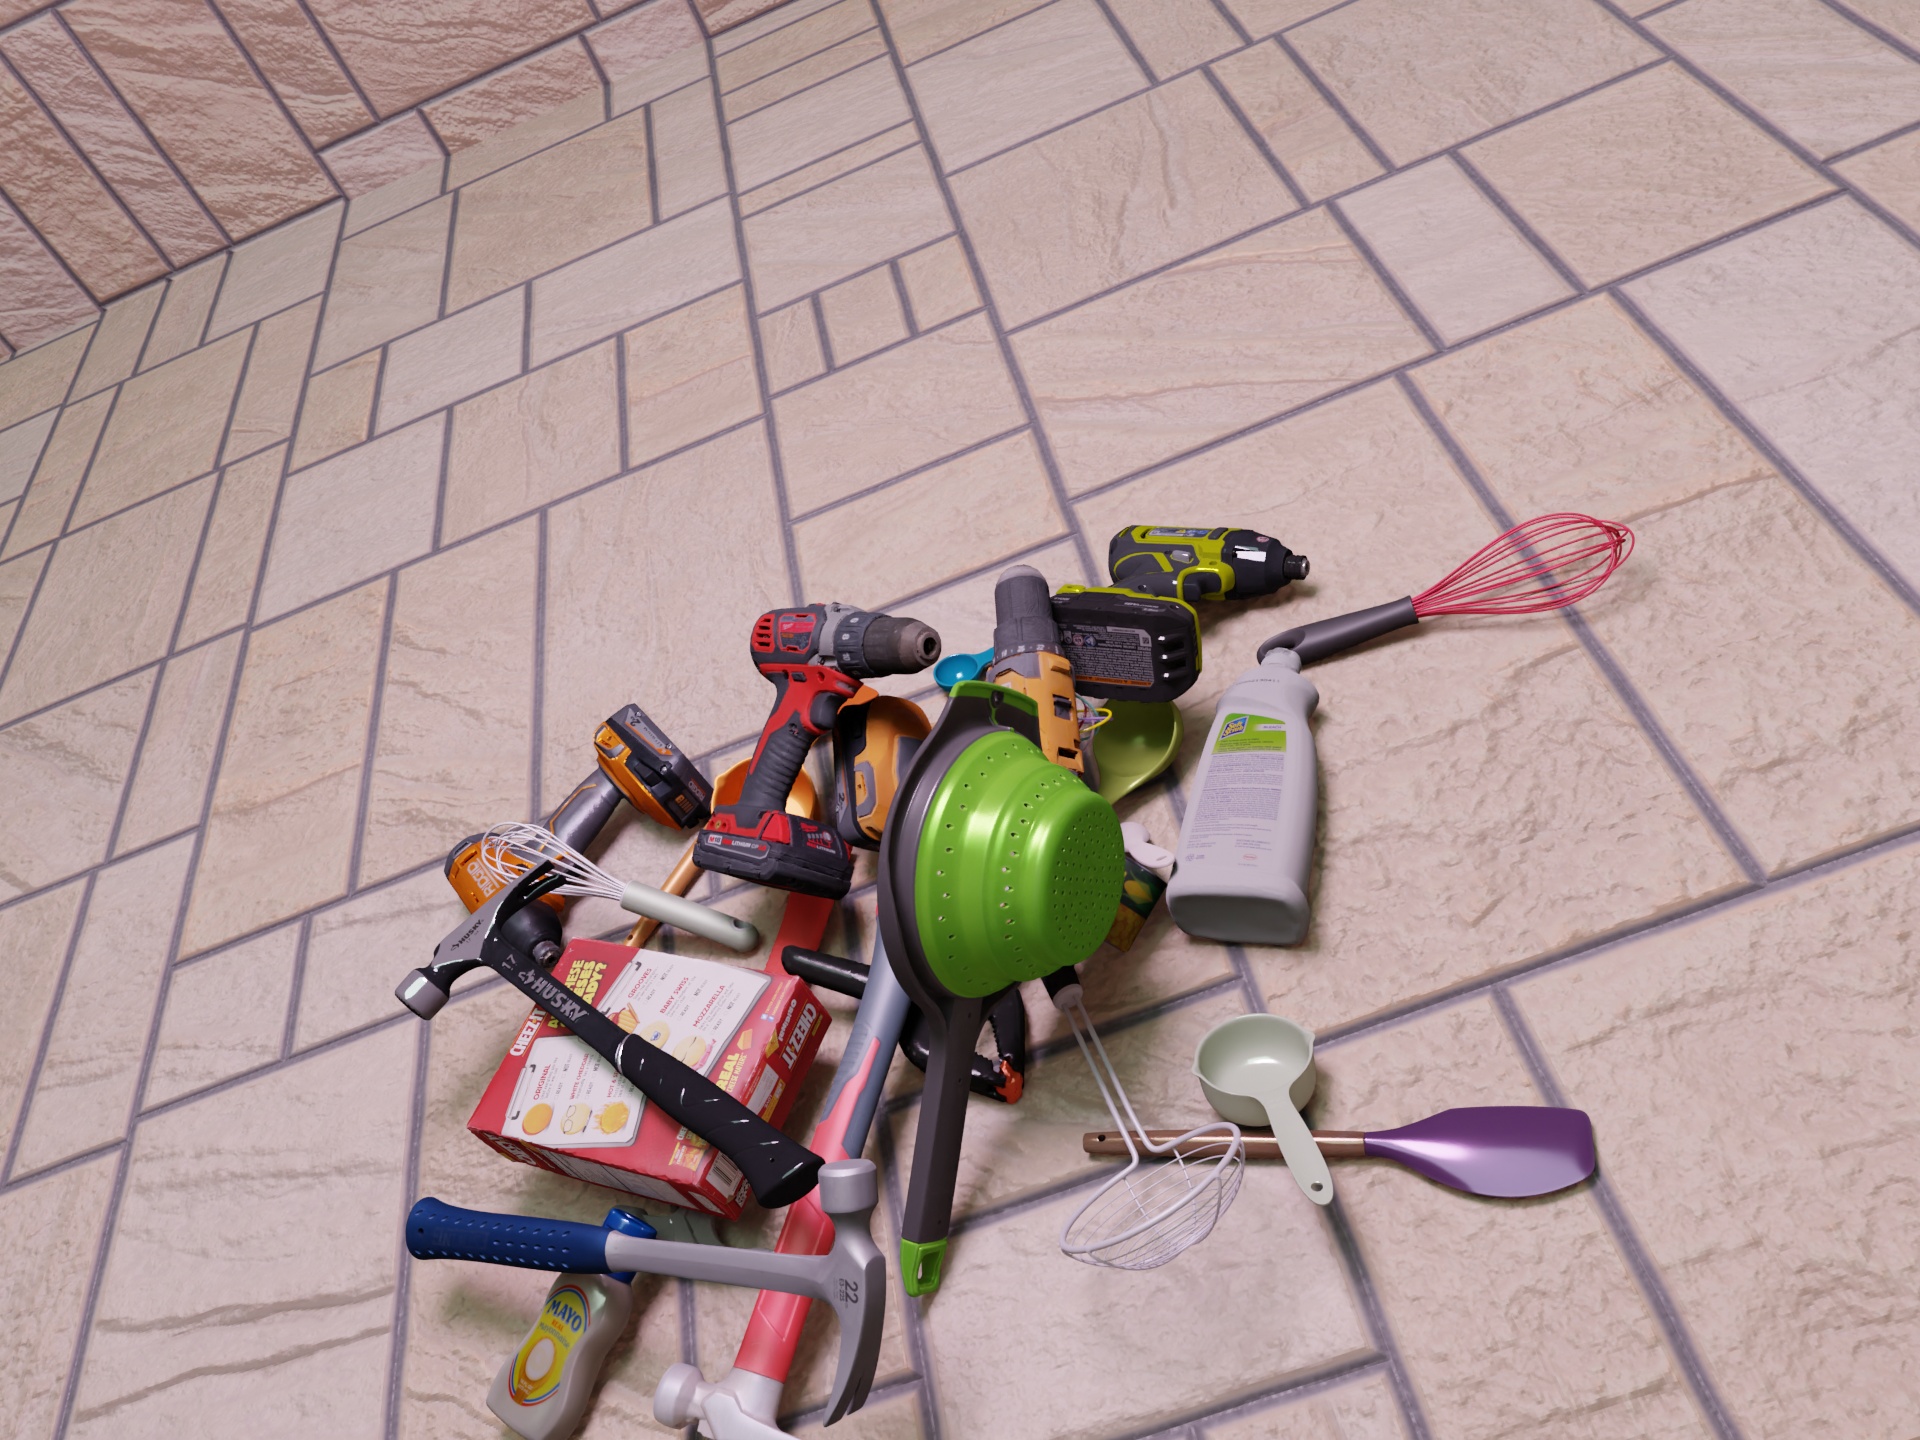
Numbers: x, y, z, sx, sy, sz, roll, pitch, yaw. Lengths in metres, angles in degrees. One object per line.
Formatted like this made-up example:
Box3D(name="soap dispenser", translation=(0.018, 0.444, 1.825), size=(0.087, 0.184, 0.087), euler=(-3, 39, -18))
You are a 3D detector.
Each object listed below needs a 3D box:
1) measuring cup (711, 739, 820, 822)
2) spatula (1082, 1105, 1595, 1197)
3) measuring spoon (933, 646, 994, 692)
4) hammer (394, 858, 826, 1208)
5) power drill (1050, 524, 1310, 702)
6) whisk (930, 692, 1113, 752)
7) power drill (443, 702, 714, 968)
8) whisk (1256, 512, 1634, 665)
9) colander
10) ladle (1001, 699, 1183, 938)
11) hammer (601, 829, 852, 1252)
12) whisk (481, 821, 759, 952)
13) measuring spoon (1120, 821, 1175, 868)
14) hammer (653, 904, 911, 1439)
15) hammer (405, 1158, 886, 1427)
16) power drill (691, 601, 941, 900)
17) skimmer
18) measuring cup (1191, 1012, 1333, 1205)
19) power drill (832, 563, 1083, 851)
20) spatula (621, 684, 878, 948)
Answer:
Box3D(name="measuring cup", translation=(-0.140, 0.045, 1.345), size=(0.095, 0.052, 0.174), euler=(24, 66, 16))
Box3D(name="spatula", translation=(0.228, 0.268, 0.998), size=(0.316, 0.018, 0.060), euler=(-5, 48, 22))
Box3D(name="measuring spoon", translation=(0.038, -0.054, 1.399), size=(0.128, 0.021, 0.042), euler=(-22, 42, -7))
Box3D(name="hammer", translation=(-0.237, 0.220, 1.105), size=(0.409, 0.036, 0.149), euler=(23, 63, 39))
Box3D(name="power drill", translation=(0.170, -0.098, 1.288), size=(0.171, 0.080, 0.223), euler=(7, 30, 31))
Box3D(name="whisk", translation=(0.024, 0.007, 1.282), size=(0.245, 0.051, 0.047), euler=(-6, 49, 47))
Box3D(name="power drill", translation=(-0.325, 0.107, 1.379), size=(0.226, 0.084, 0.164), euler=(-42, 48, -10))
Box3D(name="whisk", translation=(0.374, -0.094, 1.242), size=(0.296, 0.073, 0.073), euler=(-19, 44, 19))
Box3D(name="colander", translation=(0.031, 0.177, 1.017), size=(0.094, 0.204, 0.397), euler=(6, 86, 34))
Box3D(name="ladle", translation=(0.070, 0.089, 1.182), size=(0.078, 0.062, 0.320), euler=(8, 44, 41))
Box3D(name="hammer", translation=(-0.140, 0.236, 1.196), size=(0.149, 0.036, 0.359), euler=(-1, 50, 25))
Box3D(name="whisk", translation=(-0.278, 0.140, 1.293), size=(0.246, 0.059, 0.058), euler=(19, 20, 8))
Box3D(name="measuring spoon", translation=(0.133, 0.090, 1.163), size=(0.034, 0.018, 0.124), euler=(-24, 8, -7))
Box3D(name="hammer", translation=(-0.068, 0.288, 1.062), size=(0.143, 0.038, 0.387), euler=(10, 61, 18))
Box3D(name="hammer", translation=(-0.212, 0.344, 1.007), size=(0.405, 0.035, 0.144), euler=(-7, 84, 34))
Box3D(name="power drill", translation=(-0.107, 0.018, 1.221), size=(0.188, 0.080, 0.227), euler=(4, 76, 45))
Box3D(name="skimmer", translation=(0.079, 0.209, 1.053), size=(0.127, 0.090, 0.364), euler=(-33, 37, 5))
Box3D(name="measuring cup", translation=(0.199, 0.250, 0.990), size=(0.083, 0.038, 0.168), euler=(-17, 30, -1))
Box3D(name="power drill", translation=(-0.002, -0.004, 1.230), size=(0.226, 0.084, 0.185), euler=(-24, 62, 42))
Box3D(name="spatula", translation=(-0.191, 0.076, 1.382), size=(0.081, 0.041, 0.323), euler=(18, 63, 36))
